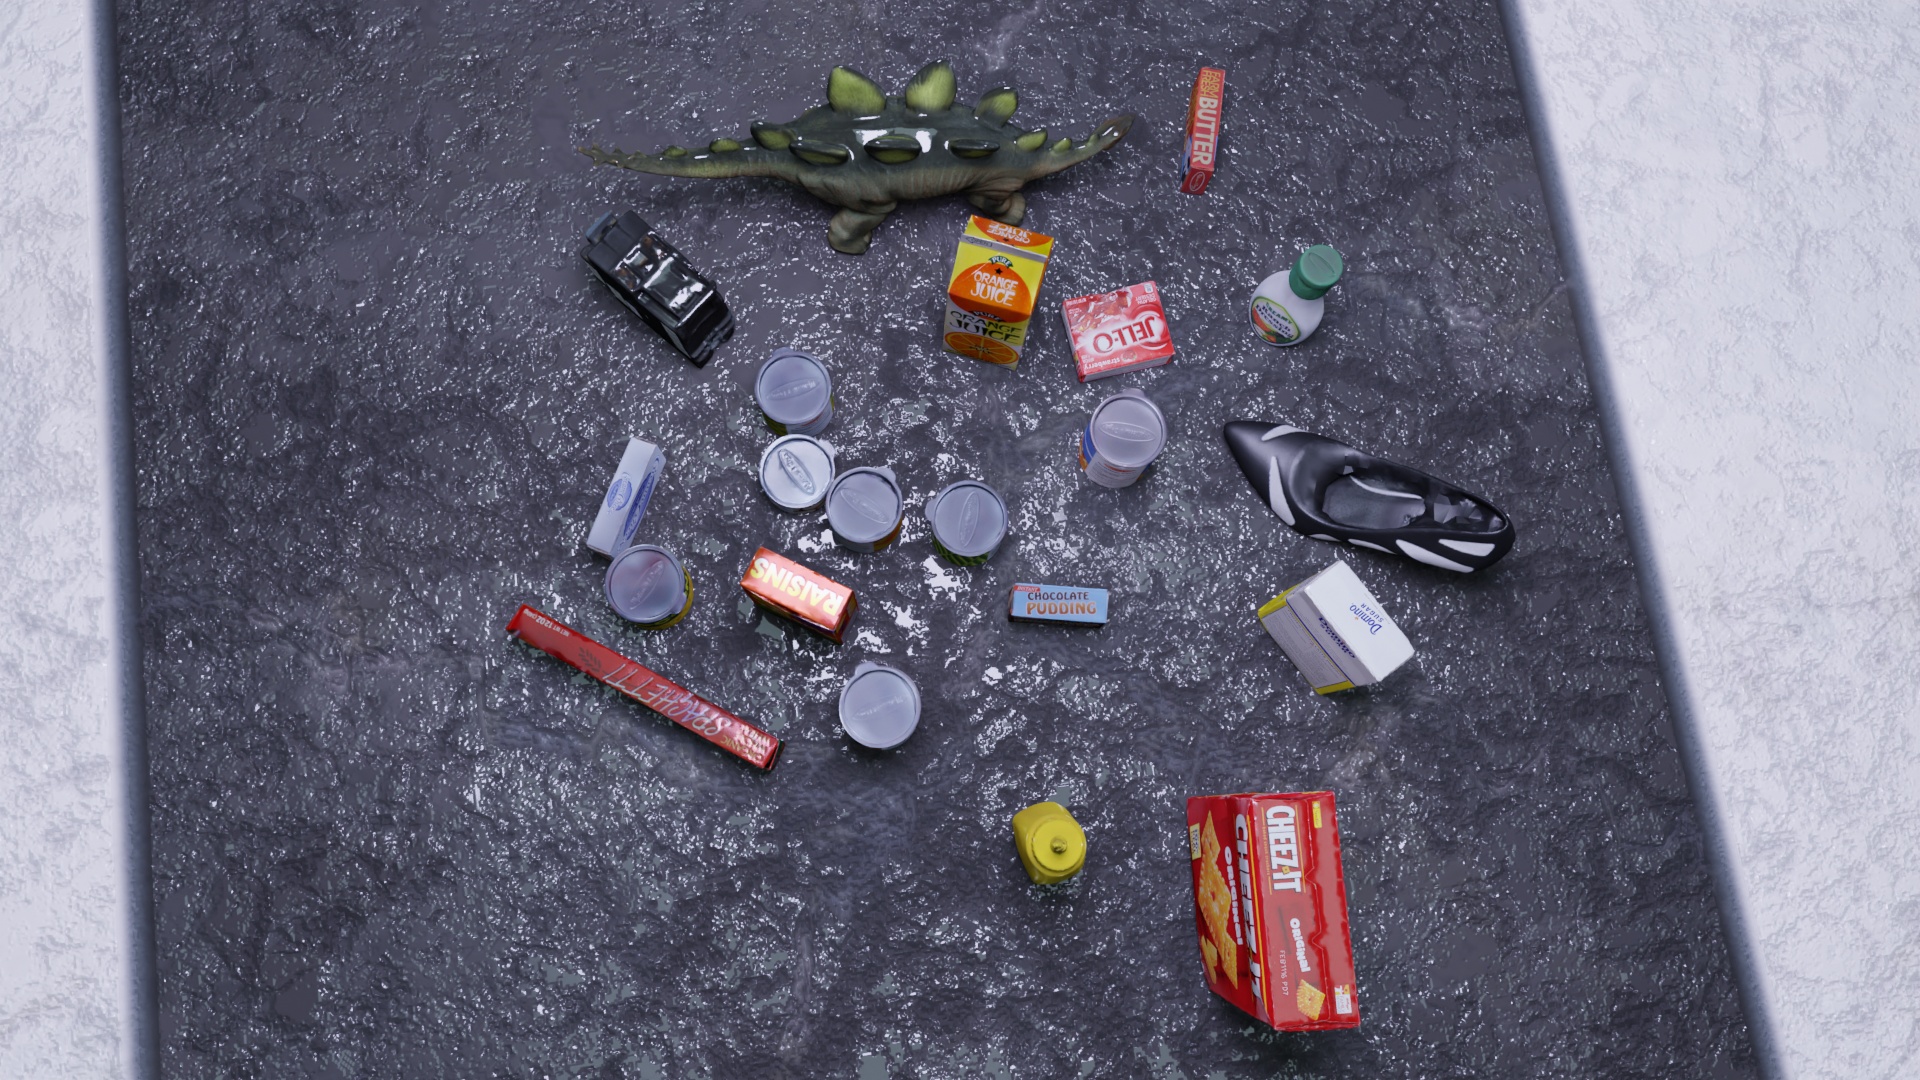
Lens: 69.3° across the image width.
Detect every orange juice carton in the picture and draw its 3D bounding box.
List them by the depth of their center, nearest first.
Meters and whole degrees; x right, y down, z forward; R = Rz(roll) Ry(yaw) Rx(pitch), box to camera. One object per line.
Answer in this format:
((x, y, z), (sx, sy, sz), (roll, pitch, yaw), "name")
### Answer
((0.031, -0.214, 1.178), (0.072, 0.192, 0.073), (16, 79, 1), "orange juice carton")

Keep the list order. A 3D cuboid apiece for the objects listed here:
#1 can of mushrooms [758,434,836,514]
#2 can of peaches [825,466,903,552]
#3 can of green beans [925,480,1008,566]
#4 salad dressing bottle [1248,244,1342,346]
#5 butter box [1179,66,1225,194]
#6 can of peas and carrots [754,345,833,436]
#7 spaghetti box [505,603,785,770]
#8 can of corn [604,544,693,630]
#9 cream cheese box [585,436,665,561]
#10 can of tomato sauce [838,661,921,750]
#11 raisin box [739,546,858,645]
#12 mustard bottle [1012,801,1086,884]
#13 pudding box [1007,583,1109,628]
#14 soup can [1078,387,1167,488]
((-0.140, -0.059, 1.221), (0.071, 0.033, 0.071), (0, 79, -3), "can of mushrooms")
((-0.081, -0.027, 1.205), (0.071, 0.058, 0.071), (0, 79, -2), "can of peaches")
((0.006, -0.014, 1.206), (0.071, 0.057, 0.071), (0, 79, -2), "can of green beans")
((0.294, -0.214, 1.213), (0.064, 0.147, 0.044), (44, 81, 6), "salad dressing bottle")
((0.224, -0.380, 1.290), (0.024, 0.053, 0.103), (8, 79, -1), "butter box")
((-0.146, -0.129, 1.221), (0.071, 0.058, 0.071), (0, 79, -2), "can of peas and carrots")
((-0.262, 0.125, 1.171), (0.250, 0.050, 0.029), (27, 80, 3), "spaghetti box")
((-0.262, 0.042, 1.183), (0.071, 0.058, 0.071), (0, 79, -2), "can of corn")
((-0.288, -0.034, 1.199), (0.024, 0.053, 0.104), (20, 79, 1), "cream cheese box")
((-0.068, 0.139, 1.160), (0.071, 0.083, 0.071), (0, 79, -2), "can of tomato sauce")
((-0.132, 0.048, 1.154), (0.086, 0.123, 0.040), (26, 80, 2), "raisin box")
((0.073, 0.243, 1.107), (0.049, 0.160, 0.065), (-19, 81, -6), "mustard bottle")
((0.084, 0.056, 1.200), (0.084, 0.049, 0.030), (5, 79, -2), "pudding box")
((0.141, -0.088, 1.214), (0.071, 0.083, 0.071), (0, 79, -2), "soup can")
